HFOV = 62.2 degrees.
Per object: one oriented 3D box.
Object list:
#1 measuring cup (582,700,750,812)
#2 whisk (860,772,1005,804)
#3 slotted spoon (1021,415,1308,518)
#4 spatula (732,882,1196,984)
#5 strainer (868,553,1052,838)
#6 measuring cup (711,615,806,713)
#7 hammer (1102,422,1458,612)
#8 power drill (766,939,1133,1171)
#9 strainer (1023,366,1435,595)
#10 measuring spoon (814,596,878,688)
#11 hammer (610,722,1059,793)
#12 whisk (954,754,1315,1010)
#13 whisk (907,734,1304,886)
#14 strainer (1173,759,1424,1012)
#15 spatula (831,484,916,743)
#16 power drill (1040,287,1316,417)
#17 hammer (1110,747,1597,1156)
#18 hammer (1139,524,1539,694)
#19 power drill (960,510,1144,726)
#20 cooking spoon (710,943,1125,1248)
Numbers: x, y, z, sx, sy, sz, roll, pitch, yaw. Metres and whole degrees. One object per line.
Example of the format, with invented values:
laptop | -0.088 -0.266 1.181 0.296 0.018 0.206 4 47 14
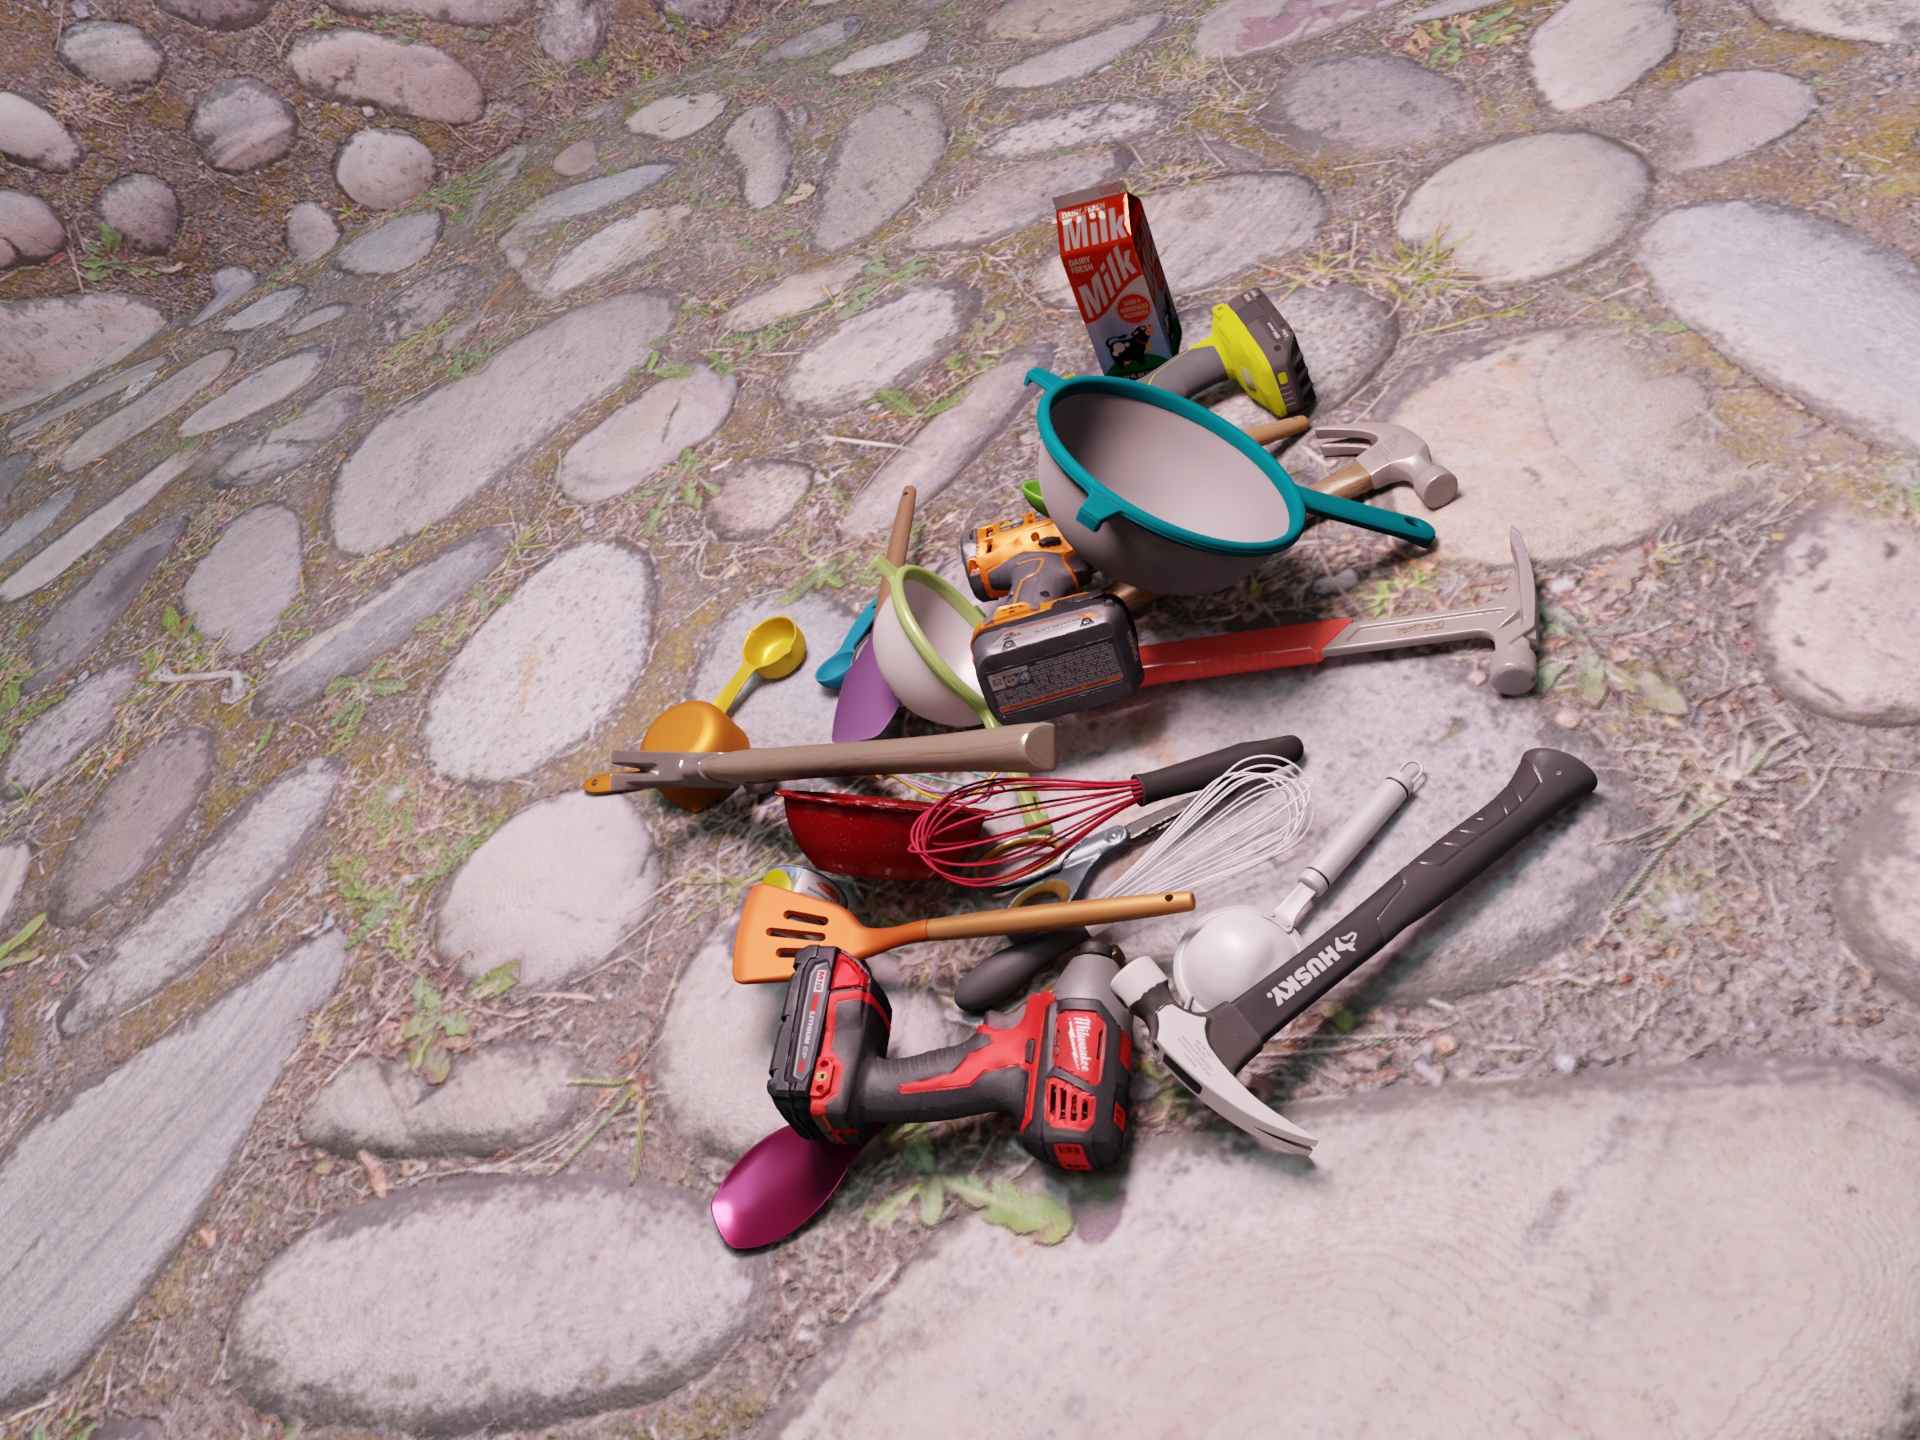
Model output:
measuring cup | -0.267 0.033 1.369 0.173 0.052 0.095 -10 51 23
whisk | -0.043 0.035 1.219 0.245 0.051 0.047 3 80 55
slotted spoon | 0.178 -0.211 1.312 0.313 0.031 0.070 -22 38 -31
spatula | -0.002 0.135 1.068 0.322 0.041 0.081 -10 50 22
strainer | -0.002 -0.004 1.236 0.069 0.151 0.257 -37 57 22
measuring cup | -0.194 -0.025 1.424 0.062 0.029 0.156 25 75 42
hammer | 0.228 -0.151 1.304 0.331 0.031 0.130 -27 40 2
power drill | 0.000 0.203 1.006 0.220 0.078 0.143 0 56 16
strainer | 0.197 -0.146 1.191 0.340 0.095 0.211 10 39 -22
measuring spoon | -0.090 -0.068 1.413 0.042 0.021 0.129 -12 33 32
hammer | -0.092 0.029 1.140 0.411 0.146 0.038 -5 85 48
whisk | 0.116 0.115 1.074 0.284 0.070 0.070 -33 40 3
whisk | 0.104 0.053 1.092 0.296 0.073 0.073 -14 37 -15
strainer | 0.223 0.109 1.030 0.087 0.050 0.258 33 65 30
spatula | -0.062 -0.099 1.370 0.060 0.018 0.316 -10 44 18
power drill | 0.194 -0.281 1.428 0.228 0.080 0.191 -26 40 7
hammer | 0.264 0.122 0.971 0.335 0.035 0.146 -34 65 -16
hammer | 0.245 -0.062 1.198 0.359 0.036 0.149 -7 44 23
power drill | 0.084 -0.100 1.242 0.164 0.084 0.227 -16 33 10
cooking spoon | -0.024 0.242 1.045 0.319 0.017 0.069 -34 49 -6
